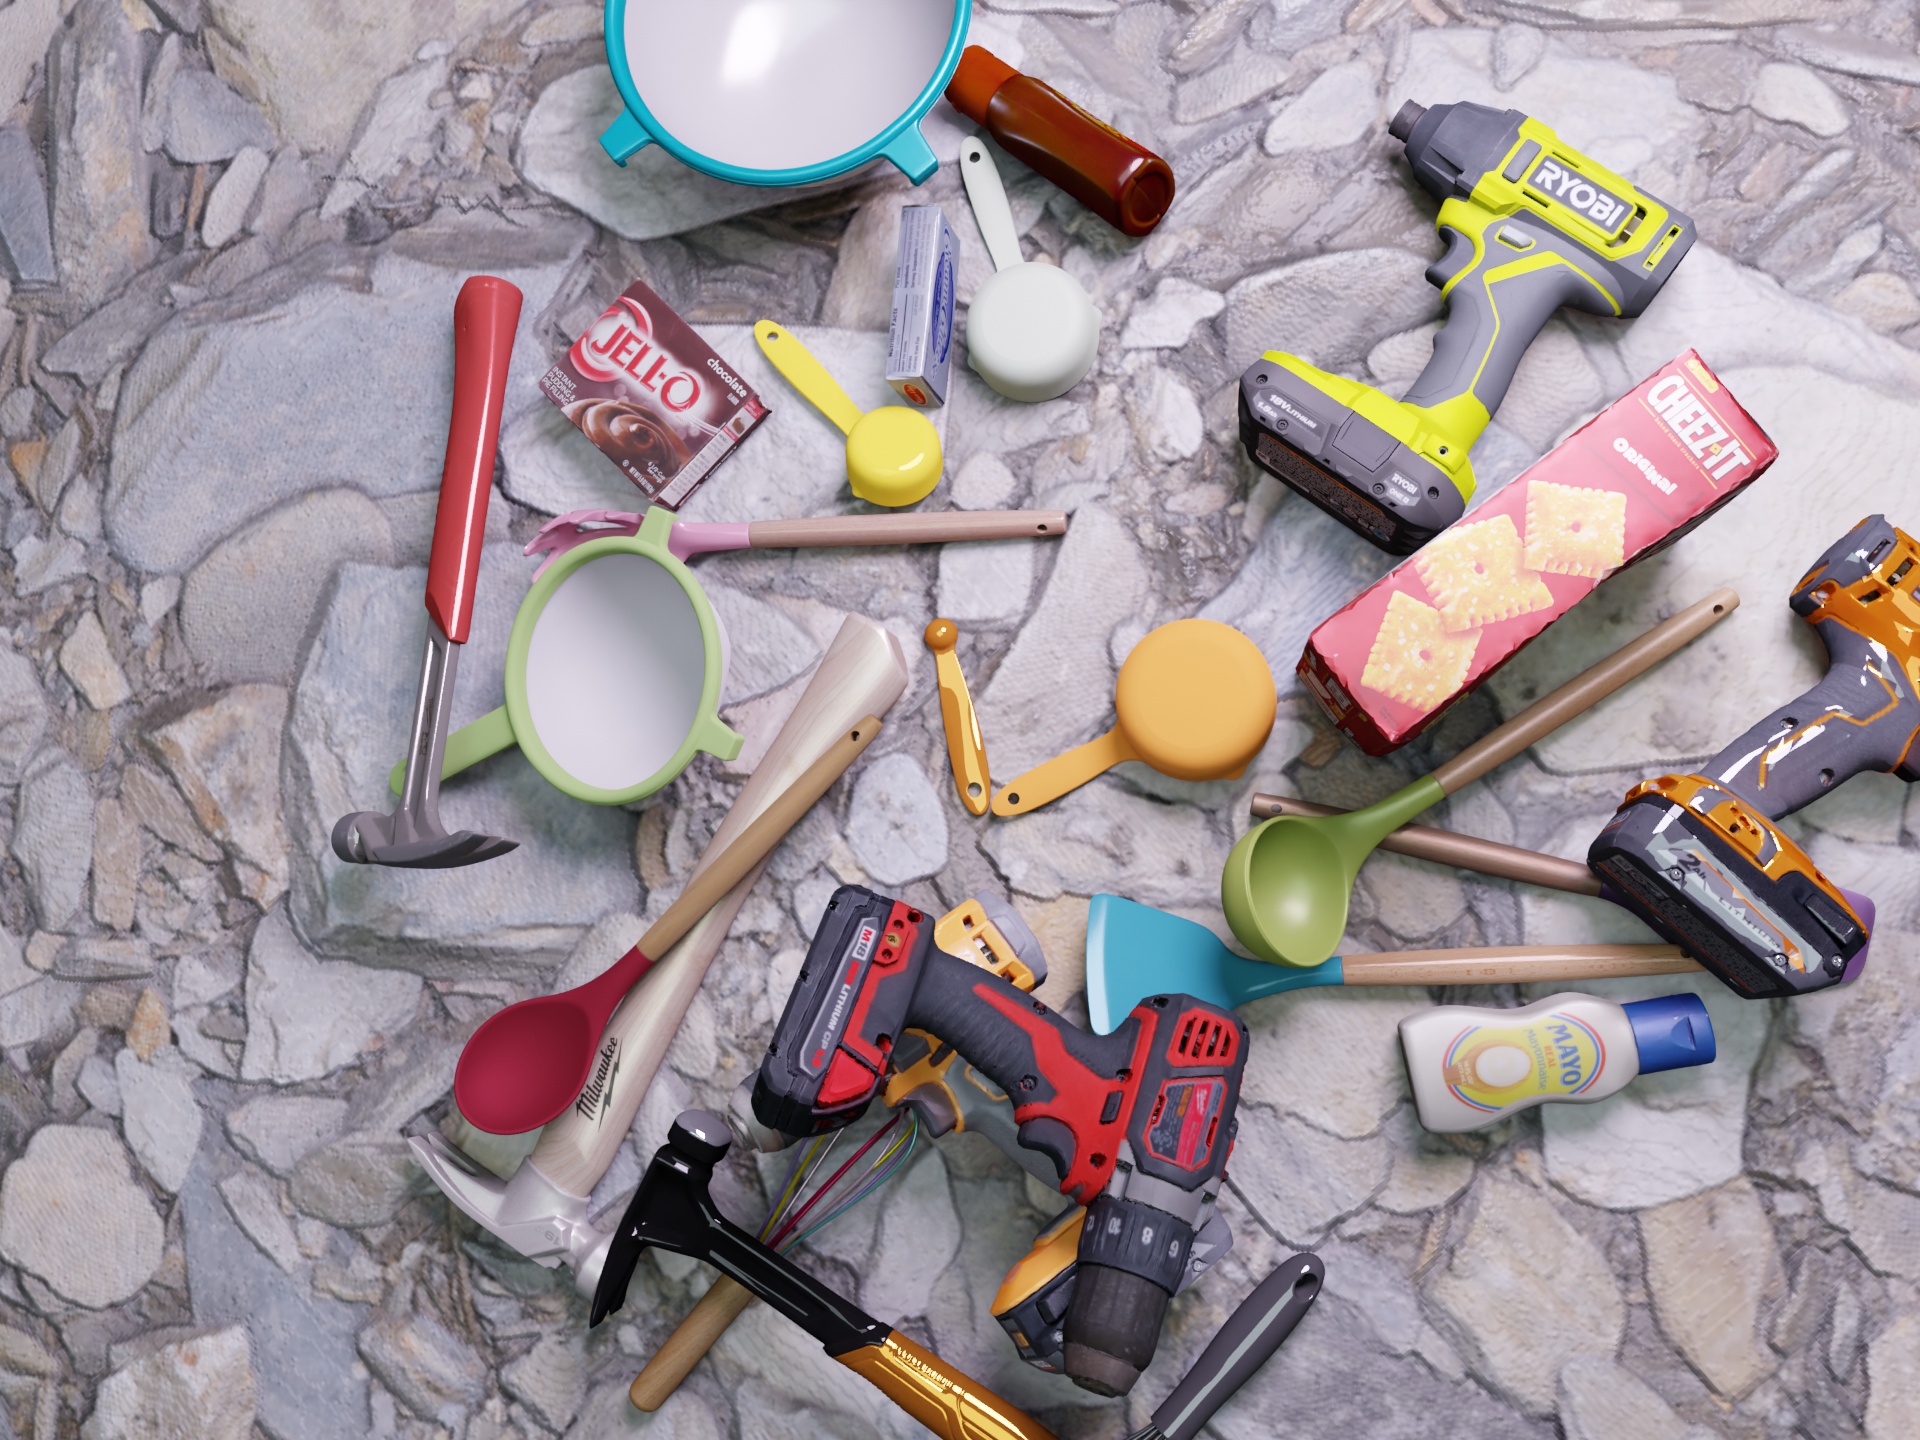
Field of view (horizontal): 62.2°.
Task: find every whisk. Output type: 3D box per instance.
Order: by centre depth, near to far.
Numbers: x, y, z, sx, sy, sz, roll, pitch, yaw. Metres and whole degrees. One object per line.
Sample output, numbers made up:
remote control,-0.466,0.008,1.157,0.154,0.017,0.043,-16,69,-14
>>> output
whisk,0.107,0.369,0.832,0.055,0.055,0.239,42,88,12
whisk,-0.101,0.292,0.884,0.051,0.047,0.245,42,97,22

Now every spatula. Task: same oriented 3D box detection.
spatula,0.226,0.127,0.831,0.317,0.044,0.082,-4,59,11
spatula,0.309,0.082,0.836,0.316,0.018,0.060,13,91,11

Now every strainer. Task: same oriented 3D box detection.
strainer,-0.084,-0.457,0.934,0.211,0.095,0.340,6,83,9
strainer,-0.227,-0.007,0.936,0.256,0.069,0.151,-24,77,25

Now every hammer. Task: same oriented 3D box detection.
hammer,-0.036,0.342,0.823,0.337,0.034,0.127,28,96,16
hammer,-0.160,0.117,0.915,0.146,0.038,0.410,30,90,14
hammer,-0.291,-0.093,0.930,0.149,0.036,0.359,-7,73,39

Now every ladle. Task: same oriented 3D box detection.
ladle,0.272,0.021,0.817,0.320,0.062,0.078,-32,100,-2
ladle,-0.158,0.110,0.884,0.315,0.031,0.069,-45,75,2

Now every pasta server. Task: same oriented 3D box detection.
pasta server,-0.097,-0.105,0.926,0.316,0.060,0.040,-1,39,9

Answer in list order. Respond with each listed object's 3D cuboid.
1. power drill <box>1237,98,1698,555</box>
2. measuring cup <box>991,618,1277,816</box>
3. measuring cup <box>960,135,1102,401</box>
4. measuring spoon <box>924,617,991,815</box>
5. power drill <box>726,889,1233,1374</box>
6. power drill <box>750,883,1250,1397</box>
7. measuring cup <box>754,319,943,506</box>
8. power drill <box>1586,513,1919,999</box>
power drill,0.255,-0.217,0.852,0.171,0.080,0.223,37,88,13
measuring cup,0.091,0.008,0.868,0.173,0.052,0.095,-28,80,5
measuring cup,0.027,-0.267,0.918,0.083,0.038,0.168,-18,83,9
measuring spoon,-0.001,-0.003,0.909,0.021,0.011,0.117,-14,82,9
power drill,0.007,0.224,0.821,0.185,0.084,0.226,-32,77,-22
power drill,0.016,0.194,0.756,0.226,0.080,0.188,22,63,0
measuring cup,-0.071,-0.189,0.928,0.062,0.029,0.157,-39,74,-14
power drill,0.441,0.029,0.778,0.164,0.084,0.226,42,84,12
